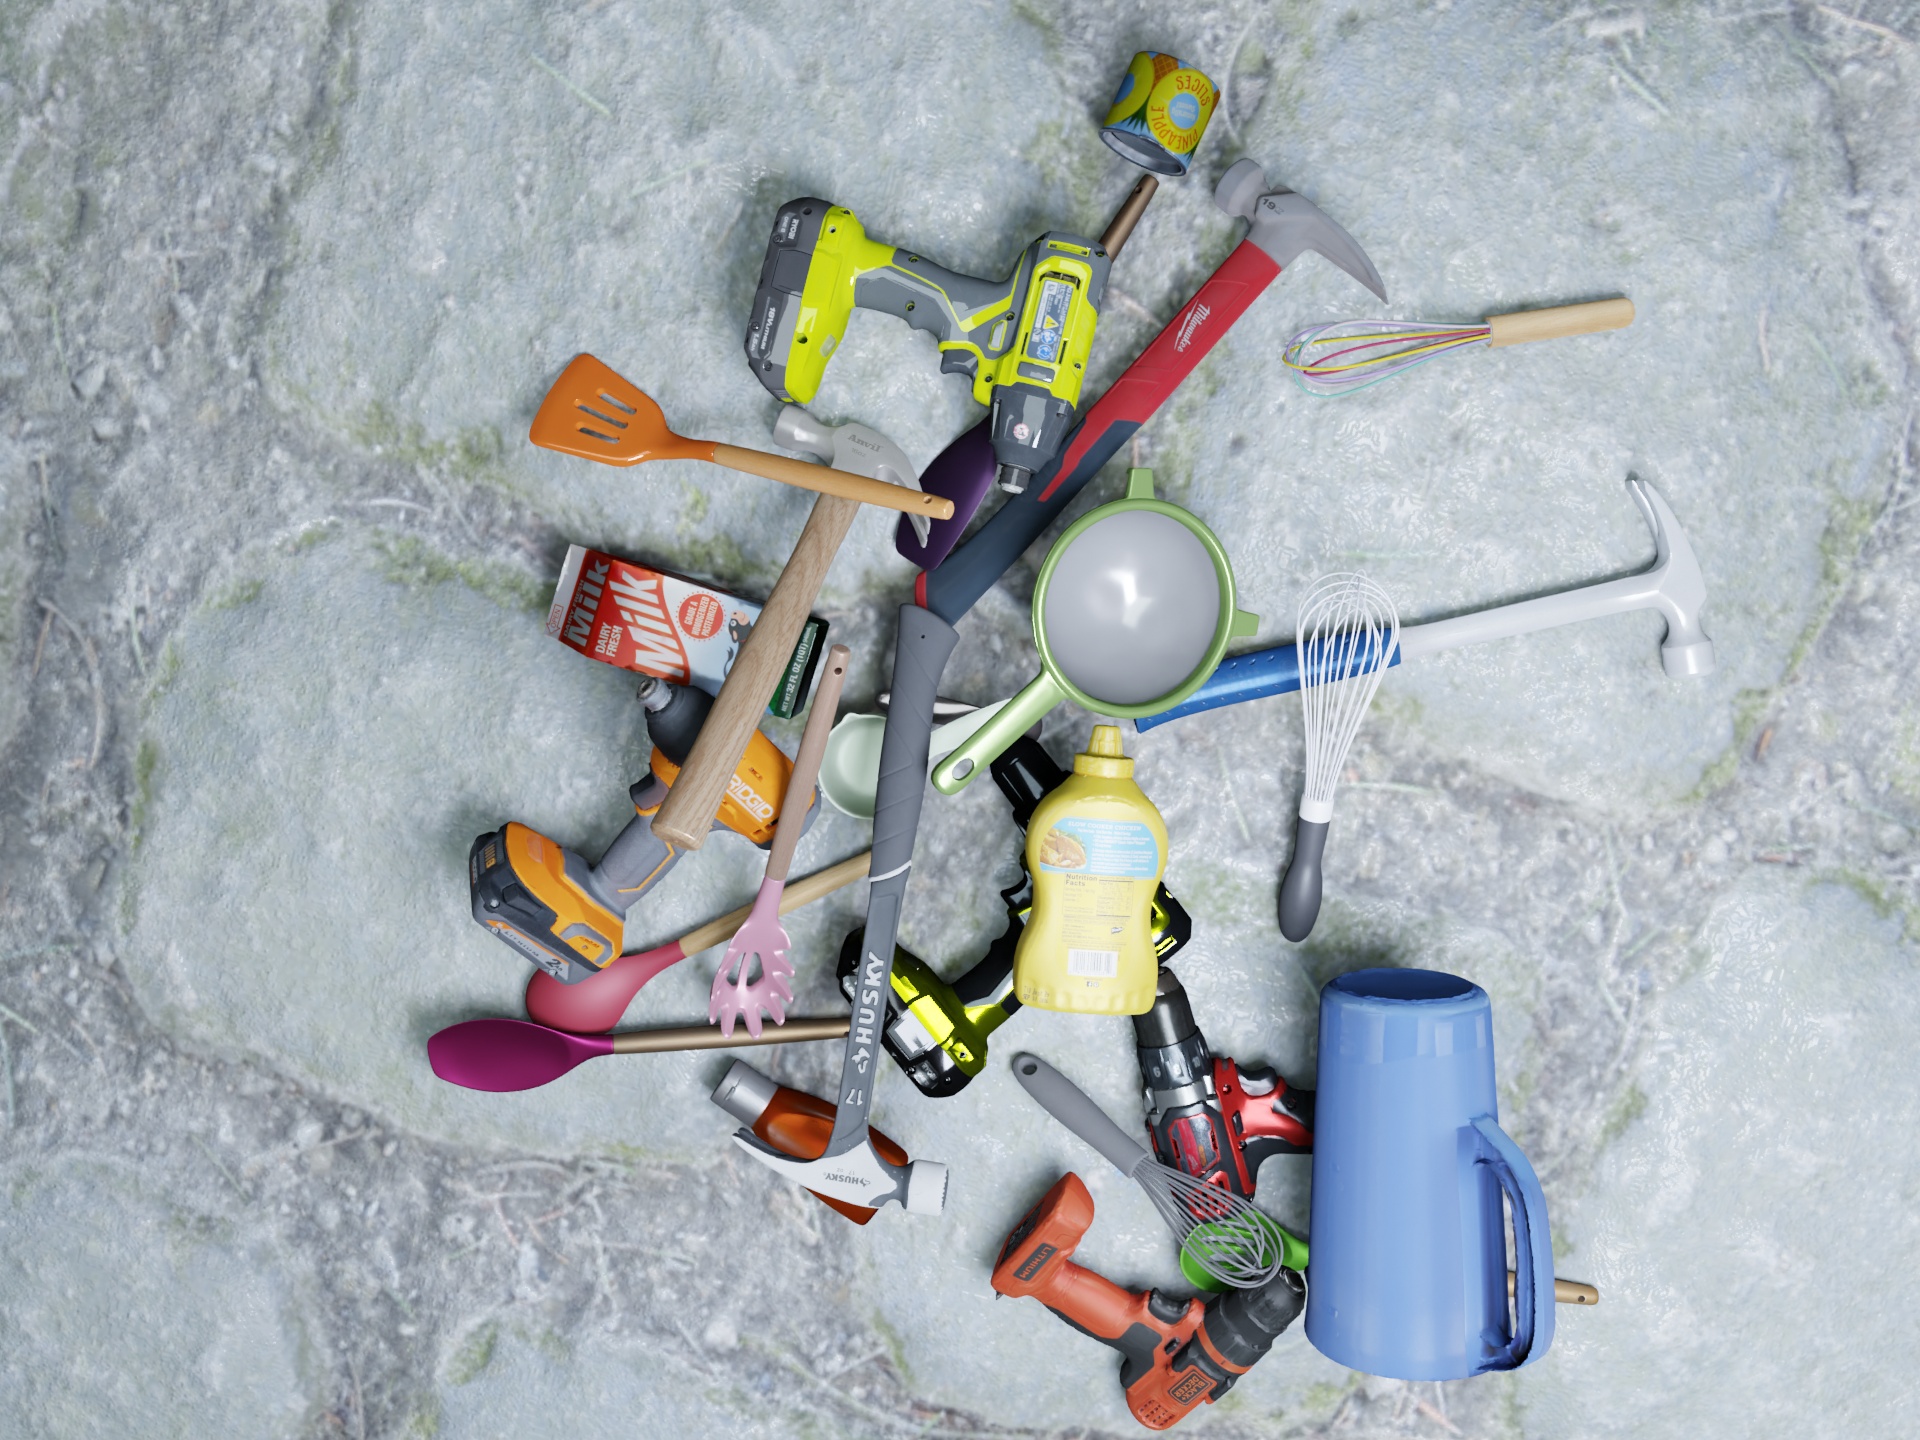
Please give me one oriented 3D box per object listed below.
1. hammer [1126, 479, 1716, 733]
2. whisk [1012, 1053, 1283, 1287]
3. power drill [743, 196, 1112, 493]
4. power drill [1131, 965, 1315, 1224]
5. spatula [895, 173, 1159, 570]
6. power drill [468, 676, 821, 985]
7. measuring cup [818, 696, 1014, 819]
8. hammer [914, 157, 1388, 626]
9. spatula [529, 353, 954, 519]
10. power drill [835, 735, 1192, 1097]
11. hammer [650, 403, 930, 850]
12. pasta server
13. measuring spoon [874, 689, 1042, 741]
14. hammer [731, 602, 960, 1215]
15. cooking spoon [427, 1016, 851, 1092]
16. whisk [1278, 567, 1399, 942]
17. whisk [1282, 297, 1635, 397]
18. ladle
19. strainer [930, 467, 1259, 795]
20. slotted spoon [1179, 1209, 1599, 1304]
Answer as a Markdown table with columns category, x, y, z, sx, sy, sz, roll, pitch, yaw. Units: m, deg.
| category | x | y | z | sx | sy | sz | roll | pitch | yaw |
| --- | --- | --- | --- | --- | --- | --- | --- | --- | --- |
| hammer | 0.318 | -0.061 | 1.125 | 0.405 | 0.035 | 0.144 | -12 | 96 | 4 |
| whisk | 0.126 | 0.311 | 1.123 | 0.239 | 0.055 | 0.055 | 36 | 97 | 29 |
| power drill | -0.025 | -0.259 | 1.082 | 0.223 | 0.080 | 0.171 | 14 | 91 | 6 |
| power drill | 0.238 | 0.248 | 1.143 | 0.226 | 0.080 | 0.188 | -15 | 95 | 7 |
| spatula | 0.047 | -0.247 | 1.120 | 0.060 | 0.018 | 0.316 | 36 | 95 | 34 |
| power drill | -0.231 | 0.070 | 1.106 | 0.226 | 0.084 | 0.164 | -35 | 129 | 8 |
| measuring cup | -0.022 | 0.015 | 1.145 | 0.167 | 0.038 | 0.083 | -21 | 95 | 4 |
| hammer | 0.116 | -0.199 | 1.101 | 0.386 | 0.038 | 0.143 | -47 | 71 | 8 |
| spatula | -0.148 | -0.181 | 1.079 | 0.323 | 0.041 | 0.081 | 17 | 70 | 25 |
| power drill | 0.025 | 0.140 | 1.139 | 0.228 | 0.080 | 0.190 | -38 | 93 | 3 |
| hammer | -0.119 | -0.062 | 1.064 | 0.130 | 0.031 | 0.331 | 21 | 65 | 3 |
| pasta server | -0.119 | 0.089 | 1.091 | 0.060 | 0.040 | 0.316 | 6 | 121 | -23 |
| measuring spoon | -0.002 | -0.004 | 1.152 | 0.124 | 0.018 | 0.034 | 11 | 96 | 2 |
| hammer | -0.056 | 0.123 | 1.090 | 0.149 | 0.036 | 0.409 | 8 | 86 | 5 |
| cooking spoon | -0.229 | 0.236 | 1.171 | 0.319 | 0.017 | 0.068 | -3 | 118 | -3 |
| whisk | 0.253 | 0.030 | 1.105 | 0.070 | 0.070 | 0.284 | 5 | 114 | 2 |
| whisk | 0.345 | -0.263 | 1.100 | 0.245 | 0.047 | 0.051 | -8 | 94 | 0 |
| ladle | -0.180 | 0.158 | 1.173 | 0.315 | 0.031 | 0.069 | -25 | 101 | 3 |
| strainer | 0.072 | -0.045 | 1.098 | 0.256 | 0.069 | 0.151 | -42 | 110 | -4 |
| slotted spoon | 0.316 | 0.407 | 1.179 | 0.313 | 0.031 | 0.070 | 8 | 103 | -1 |
